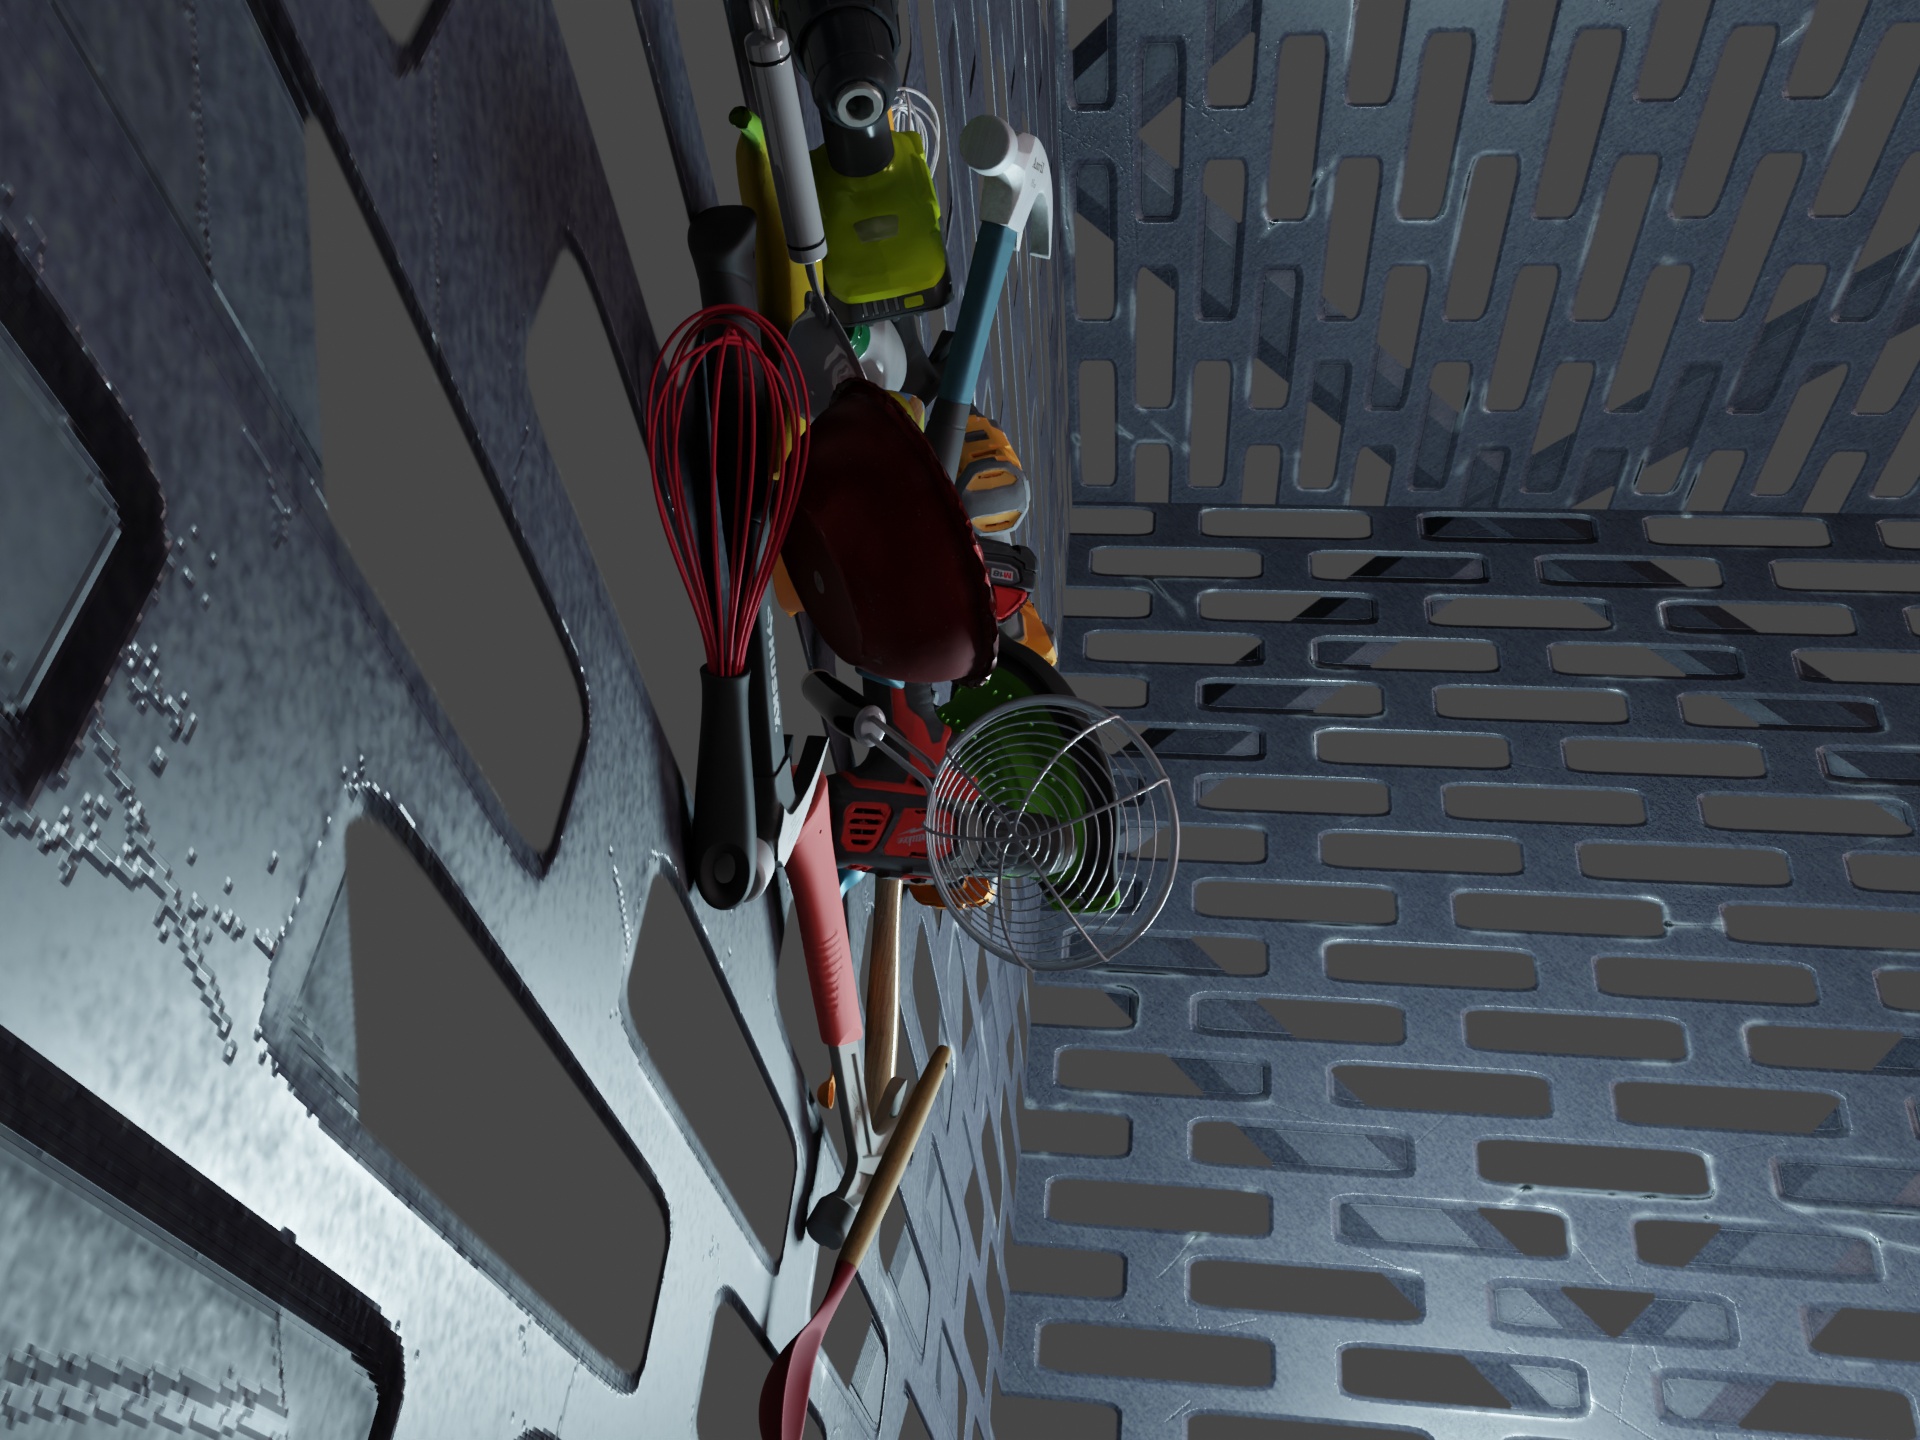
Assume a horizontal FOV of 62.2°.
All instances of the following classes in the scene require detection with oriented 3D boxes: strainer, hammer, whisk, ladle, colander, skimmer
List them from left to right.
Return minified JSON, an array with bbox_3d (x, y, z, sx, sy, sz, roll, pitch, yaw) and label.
[{"bbox_3d":[-0.107,-0.041,0.732,0.073,0.073,0.295,-72,168,-65],"label":"whisk"},{"bbox_3d":[-0.107,-0.087,0.811,0.146,0.035,0.334,-70,160,-66],"label":"hammer"},{"bbox_3d":[-0.075,-0.222,0.768,0.087,0.050,0.258,54,-18,40],"label":"strainer"},{"bbox_3d":[-0.076,0.174,1.027,0.149,0.037,0.358,-57,150,-48],"label":"hammer"},{"bbox_3d":[-0.064,0.337,1.047,0.316,0.031,0.069,-62,156,-45],"label":"ladle"},{"bbox_3d":[-0.058,0.195,1.208,0.130,0.031,0.331,-109,-158,-71],"label":"hammer"},{"bbox_3d":[-0.049,-0.362,1.085,0.127,0.034,0.336,-53,149,-34],"label":"hammer"},{"bbox_3d":[-0.046,-0.343,1.191,0.058,0.059,0.246,-126,-147,-54],"label":"whisk"},{"bbox_3d":[-0.008,-0.175,0.935,0.128,0.033,0.331,-29,136,-70],"label":"hammer"},{"bbox_3d":[-0.005,0.024,0.851,0.363,0.090,0.127,33,-73,67],"label":"skimmer"},{"bbox_3d":[-0.006,-0.027,1.190,0.204,0.094,0.397,-18,-88,64],"label":"colander"}]

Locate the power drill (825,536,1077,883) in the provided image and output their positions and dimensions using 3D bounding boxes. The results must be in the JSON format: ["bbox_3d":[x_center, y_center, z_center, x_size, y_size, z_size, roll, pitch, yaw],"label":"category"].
[{"bbox_3d":[-0.002,-0.003,1.057,0.080,0.187,0.227,-8,-104,64],"label":"power drill"}]

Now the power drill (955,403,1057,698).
[{"bbox_3d":[0.019,-0.144,1.314,0.186,0.084,0.226,-109,-171,-57],"label":"power drill"}]

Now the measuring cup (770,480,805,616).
[{"bbox_3d":[-0.072,-0.119,0.992,0.174,0.052,0.095,-57,148,-73],"label":"measuring cup"}]

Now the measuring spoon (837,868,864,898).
[{"bbox_3d":[-0.079,0.140,1.128,0.042,0.021,0.129,76,16,-65],"label":"measuring spoon"}]

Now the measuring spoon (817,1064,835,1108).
[{"bbox_3d":[-0.090,0.227,1.131,0.117,0.011,0.021,-85,172,-52],"label":"measuring spoon"}]

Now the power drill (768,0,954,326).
[{"bbox_3d":[-0.056,-0.325,0.858,0.228,0.080,0.191,79,-1,-59],"label":"power drill"}]

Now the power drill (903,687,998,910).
[{"bbox_3d":[-0.018,0.075,1.383,0.226,0.084,0.164,58,34,-70],"label":"power drill"}]
